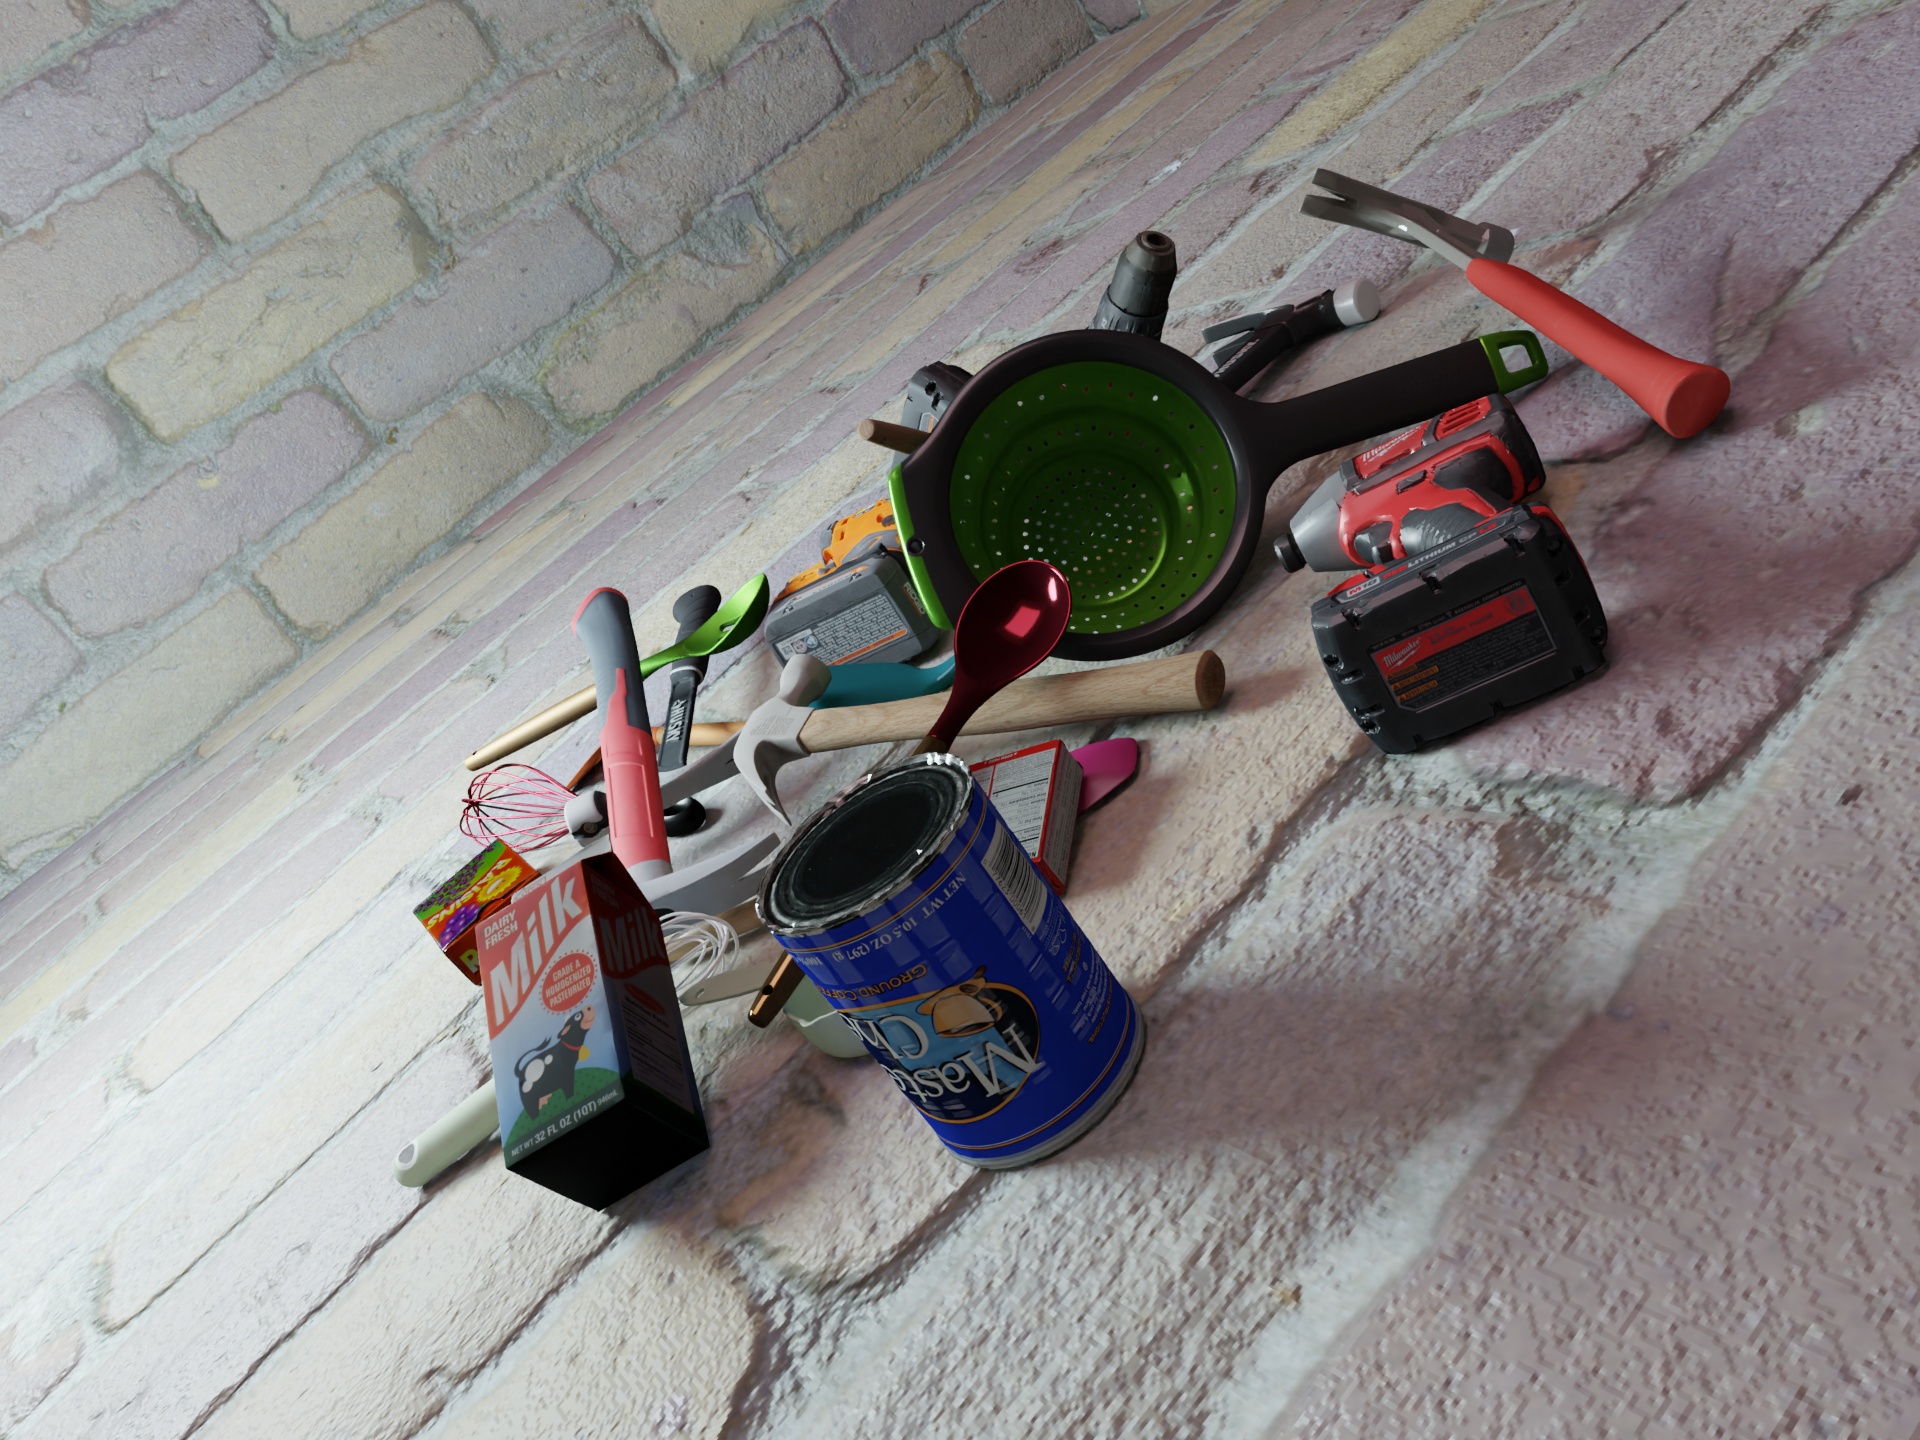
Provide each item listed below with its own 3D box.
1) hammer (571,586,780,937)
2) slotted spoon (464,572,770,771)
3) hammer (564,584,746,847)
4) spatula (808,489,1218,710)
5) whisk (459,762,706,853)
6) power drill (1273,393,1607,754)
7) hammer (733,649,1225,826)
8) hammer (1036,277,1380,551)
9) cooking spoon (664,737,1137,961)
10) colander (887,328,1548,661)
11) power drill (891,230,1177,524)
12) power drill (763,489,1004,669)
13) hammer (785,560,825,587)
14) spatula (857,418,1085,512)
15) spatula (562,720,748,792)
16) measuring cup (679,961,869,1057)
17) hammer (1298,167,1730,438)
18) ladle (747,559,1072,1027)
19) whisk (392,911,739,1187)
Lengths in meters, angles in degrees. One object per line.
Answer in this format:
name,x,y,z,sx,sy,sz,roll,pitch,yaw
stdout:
hammer,-0.210,0.008,1.071,0.143,0.038,0.387,-23,36,-1
slotted spoon,-0.264,-0.027,1.217,0.314,0.031,0.070,-26,30,23
hammer,-0.212,-0.030,1.248,0.149,0.036,0.409,-23,24,5
spatula,0.042,-0.079,1.058,0.317,0.044,0.082,-31,32,6
whisk,-0.292,0.070,1.209,0.296,0.073,0.073,-1,40,42
power drill,0.225,-0.081,0.781,0.143,0.078,0.220,-26,22,20
hammer,-0.001,-0.003,0.928,0.331,0.031,0.130,-7,41,36
hammer,0.160,-0.220,1.148,0.335,0.035,0.146,-43,24,-31
cooking spoon,-0.043,0.078,0.902,0.319,0.017,0.069,-25,25,21
colander,0.158,-0.153,0.979,0.397,0.204,0.094,-18,-11,1
power drill,0.065,-0.245,1.151,0.227,0.080,0.187,-33,-24,-33
power drill,-0.049,-0.119,1.215,0.164,0.084,0.227,-23,22,23
hammer,-0.011,-0.204,1.380,0.337,0.034,0.127,-39,22,-9
spatula,0.022,-0.169,1.064,0.060,0.018,0.315,-35,-17,25
spatula,-0.213,0.018,1.242,0.323,0.041,0.081,-2,38,45
measuring cup,-0.080,0.141,0.811,0.167,0.038,0.083,-17,29,40
hammer,0.321,-0.248,0.922,0.359,0.149,0.036,-106,31,-58
ladle,-0.024,0.031,0.841,0.069,0.031,0.315,11,53,32
whisk,-0.227,0.189,0.905,0.246,0.059,0.058,-38,40,6
